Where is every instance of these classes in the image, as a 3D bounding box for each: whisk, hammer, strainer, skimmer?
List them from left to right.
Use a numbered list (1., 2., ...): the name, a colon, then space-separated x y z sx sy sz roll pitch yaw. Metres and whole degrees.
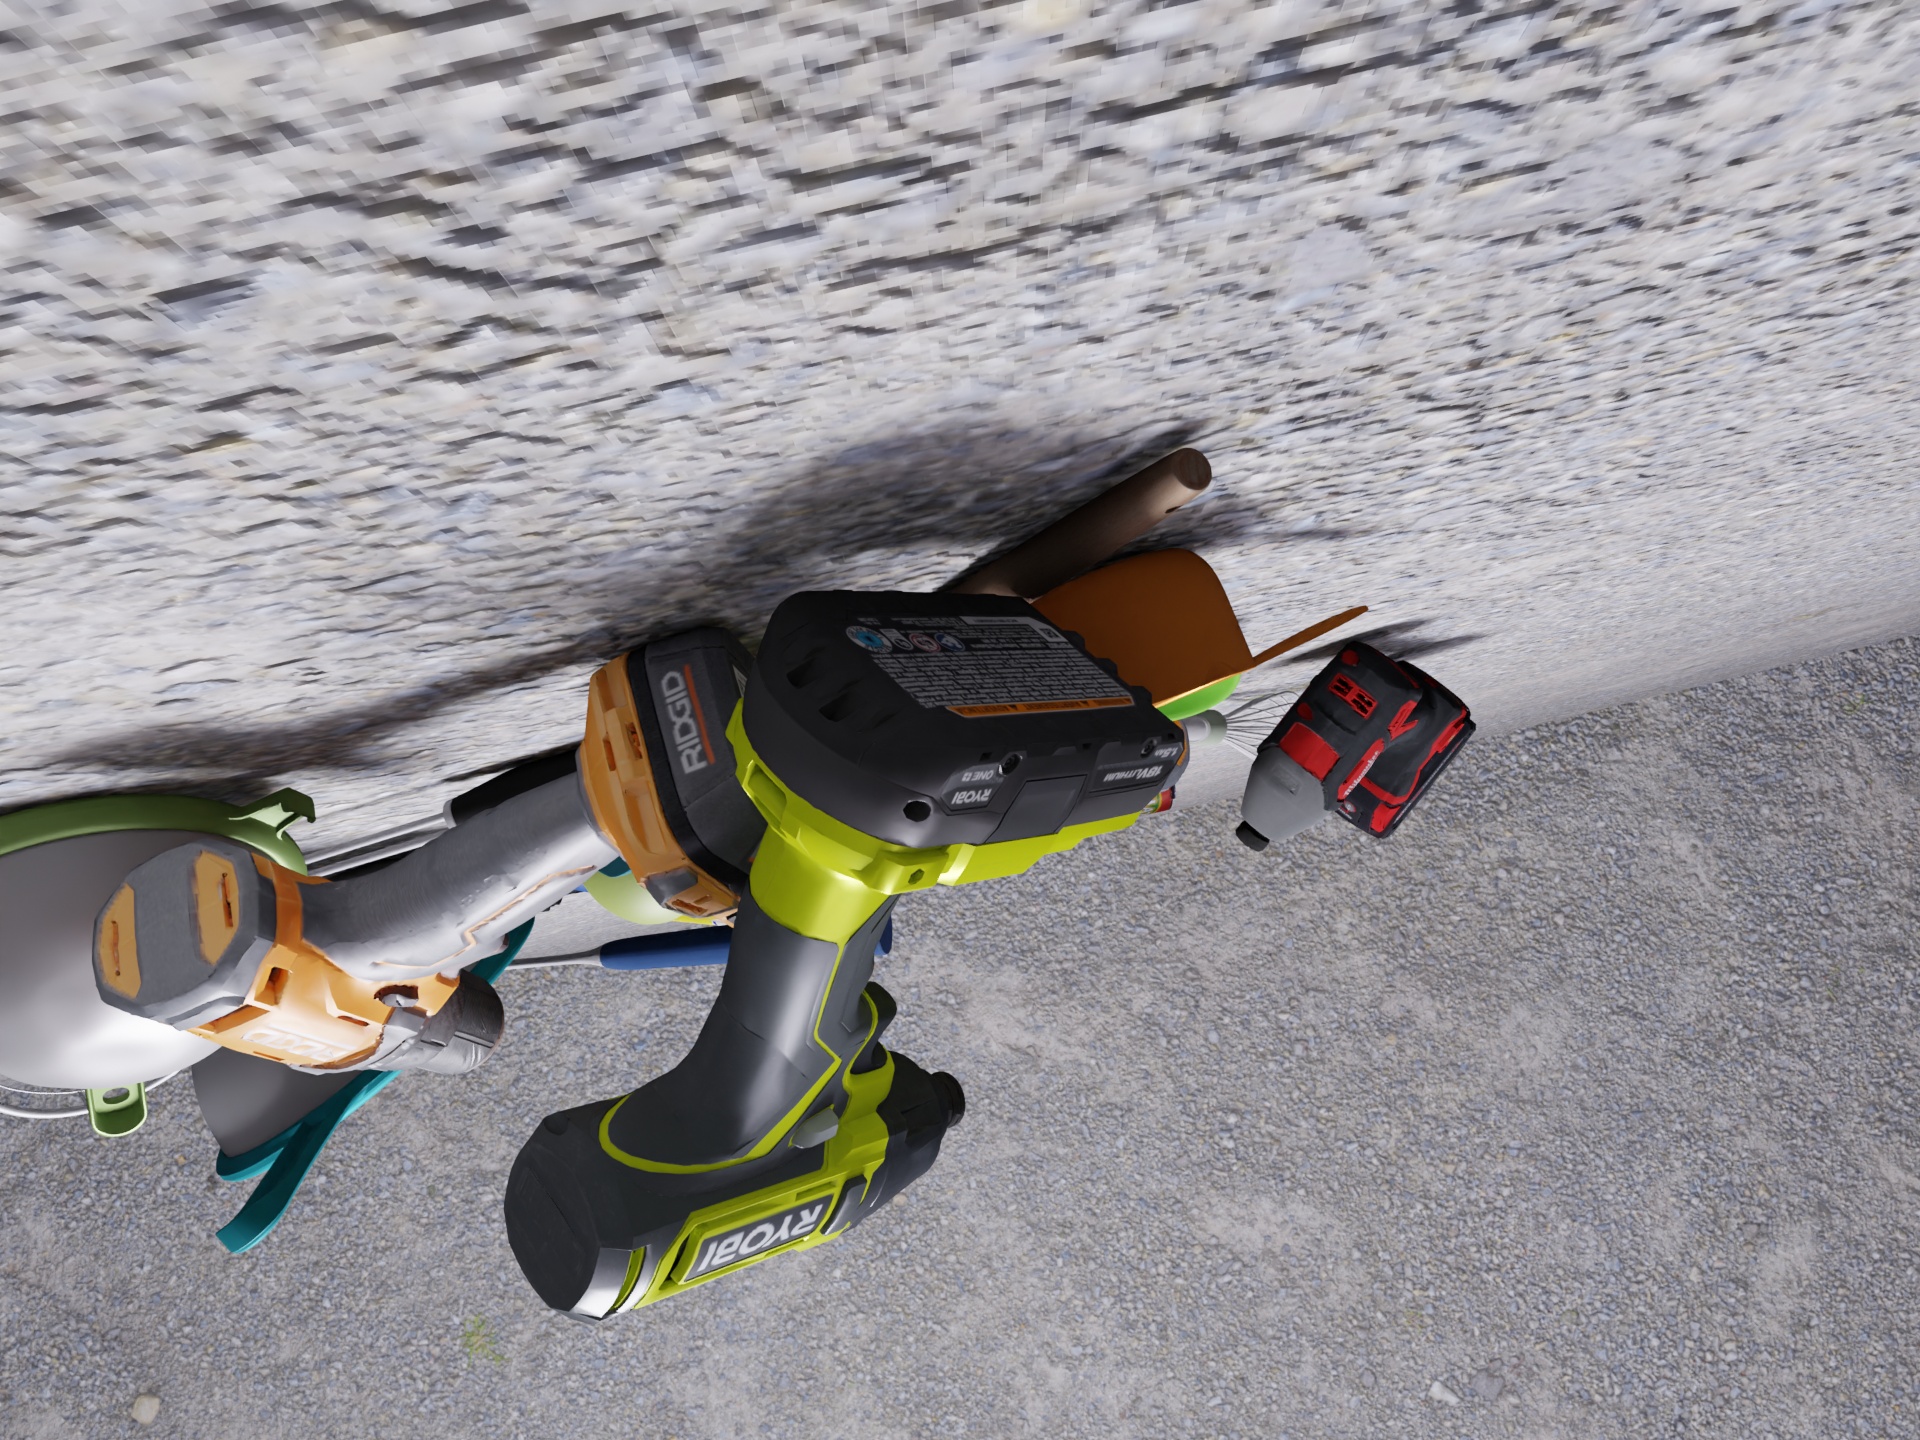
1. strainer: -0.332 0.126 0.623 0.151 0.069 0.256 -9 147 -30
2. strainer: -0.337 0.154 0.810 0.211 0.095 0.340 -37 -168 0
3. skimmer: -0.272 0.084 0.693 0.363 0.090 0.127 -18 140 14
4. hammer: -0.244 0.156 1.064 0.405 0.035 0.144 -7 180 11
5. whisk: 0.179 0.006 1.097 0.059 0.058 0.246 20 -168 39

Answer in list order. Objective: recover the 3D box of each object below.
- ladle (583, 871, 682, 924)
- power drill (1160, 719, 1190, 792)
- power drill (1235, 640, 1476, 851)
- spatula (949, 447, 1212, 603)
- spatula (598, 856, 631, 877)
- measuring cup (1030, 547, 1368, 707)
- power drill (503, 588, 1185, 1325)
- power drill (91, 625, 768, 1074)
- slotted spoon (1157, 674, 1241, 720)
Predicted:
1. ladle: -0.037 0.024 0.805 0.320 0.078 0.062 -17 159 -20
2. power drill: 0.005 0.046 0.954 0.226 0.084 0.164 -14 174 -30
3. power drill: 0.254 0.022 1.039 0.143 0.079 0.219 -55 157 15
4. spatula: -0.007 -0.033 0.556 0.059 0.018 0.316 -17 176 -28
5. spatula: -0.028 0.010 0.754 0.317 0.044 0.082 -12 -163 -27
6. measuring cup: 0.087 -0.038 0.586 0.173 0.052 0.095 -21 178 -35
7. power drill: -0.029 0.075 0.490 0.171 0.080 0.223 -4 128 -47
8. power drill: -0.151 0.066 0.568 0.226 0.084 0.185 -22 154 6
9. slotted spoon: -0.001 -0.002 0.713 0.313 0.031 0.070 -10 152 -32
